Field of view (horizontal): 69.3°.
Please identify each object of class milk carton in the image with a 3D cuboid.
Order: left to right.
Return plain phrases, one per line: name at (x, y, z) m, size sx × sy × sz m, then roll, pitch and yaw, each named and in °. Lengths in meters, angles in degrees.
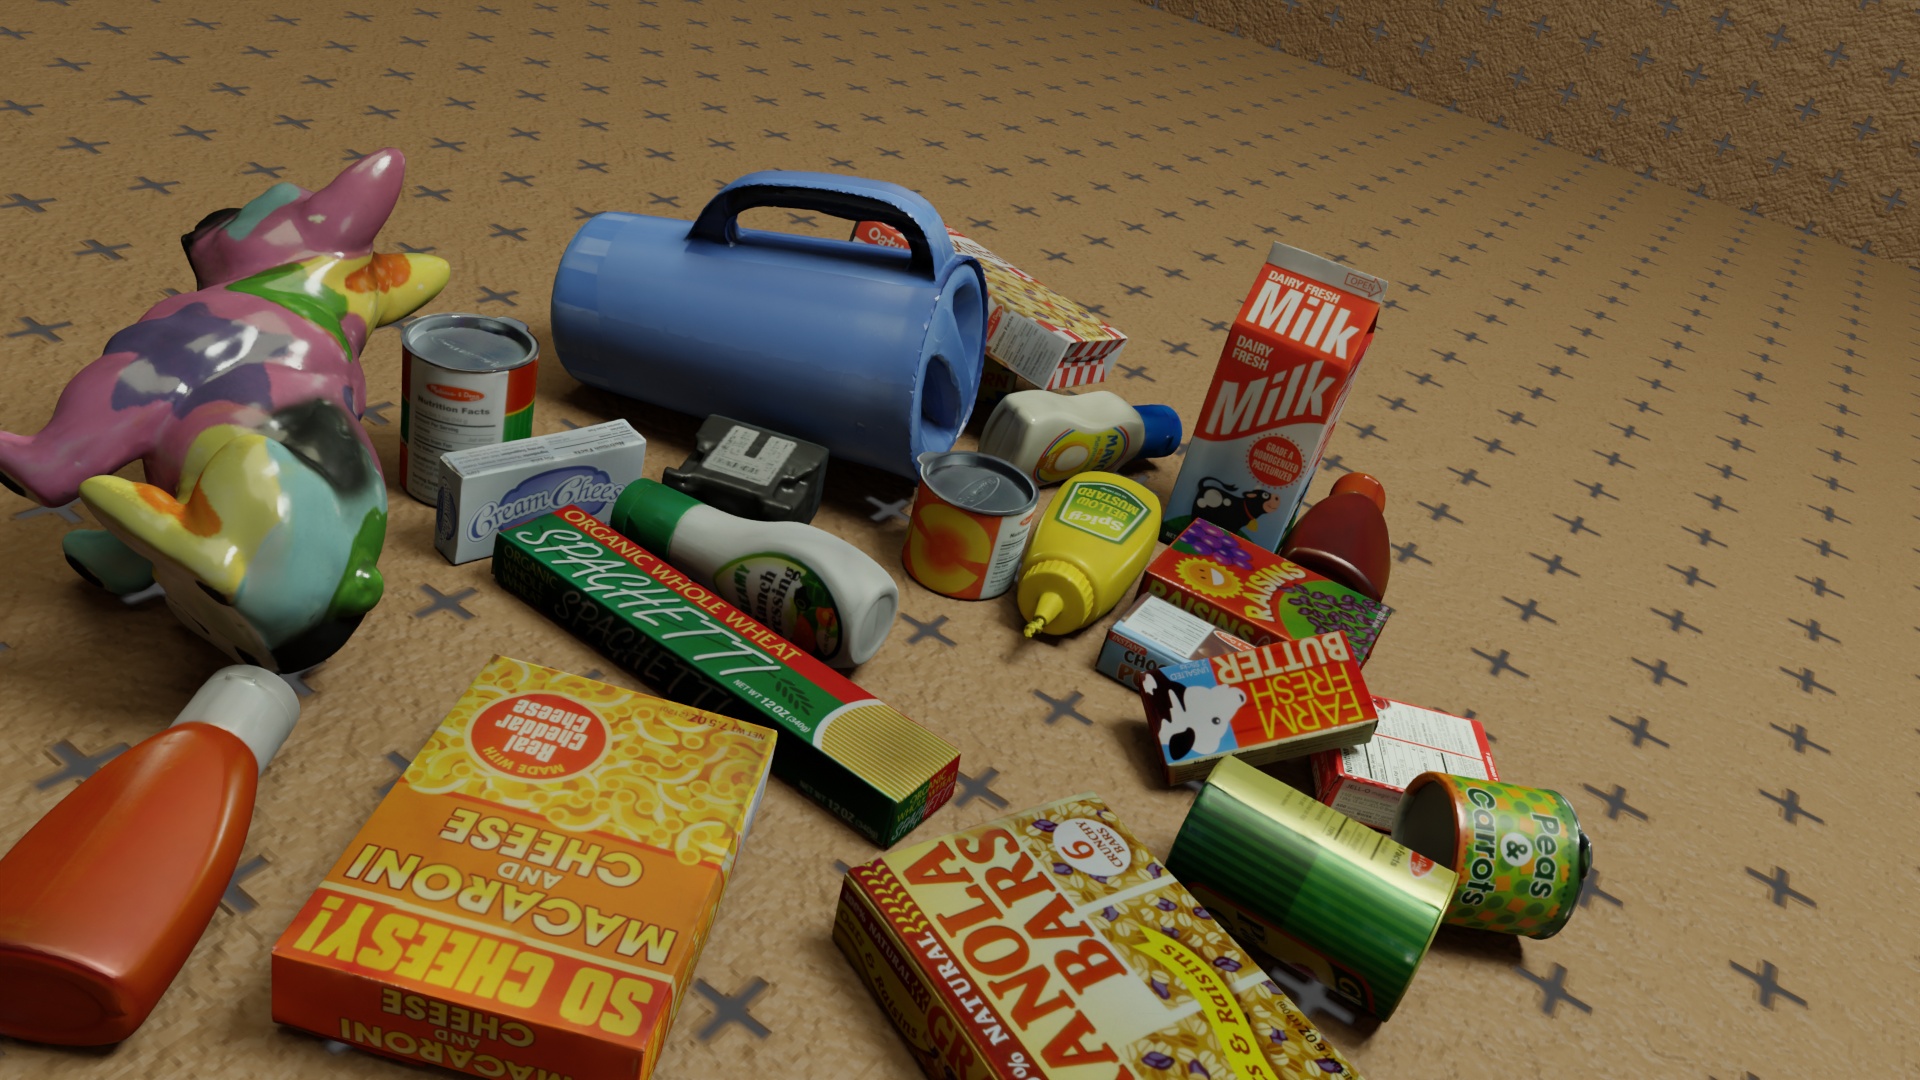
milk carton at (0.188, -0.079, 0.830) m, size 0.072 × 0.189 × 0.074 m, roll 24°, pitch 32°, yaw 16°

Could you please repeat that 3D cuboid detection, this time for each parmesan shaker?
parmesan shaker at (0.142, 0.141, 0.574) m, size 0.103 × 0.071 × 0.071 m, roll 26°, pitch 32°, yaw 20°

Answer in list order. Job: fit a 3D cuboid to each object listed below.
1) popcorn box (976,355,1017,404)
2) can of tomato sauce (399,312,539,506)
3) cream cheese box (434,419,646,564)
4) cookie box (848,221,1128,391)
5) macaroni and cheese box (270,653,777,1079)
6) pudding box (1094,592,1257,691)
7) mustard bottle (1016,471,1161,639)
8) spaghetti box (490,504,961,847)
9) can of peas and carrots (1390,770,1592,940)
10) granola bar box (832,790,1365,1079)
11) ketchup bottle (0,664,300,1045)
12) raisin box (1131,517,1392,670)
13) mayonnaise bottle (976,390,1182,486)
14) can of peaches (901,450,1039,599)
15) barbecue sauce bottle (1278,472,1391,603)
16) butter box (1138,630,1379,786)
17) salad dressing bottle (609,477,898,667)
popcorn box at (-0.023, -0.141, 0.990) m, size 0.127 × 0.038 × 0.085 m, roll 10°, pitch 30°, yaw -8°
can of tomato sauce at (-0.256, -0.068, 0.725) m, size 0.071 × 0.082 × 0.071 m, roll 11°, pitch 30°, yaw -7°
cream cheese box at (-0.212, -0.026, 0.705) m, size 0.104 × 0.053 × 0.024 m, roll -18°, pitch 45°, yaw -42°
cookie box at (0.019, -0.163, 0.937) m, size 0.167 × 0.040 × 0.123 m, roll 34°, pitch 21°, yaw 15°
macaroni and cheese box at (-0.148, 0.118, 0.509) m, size 0.124 × 0.040 × 0.167 m, roll 15°, pitch 30°, yaw 0°
pudding box at (0.119, 0.065, 0.722) m, size 0.084 × 0.030 × 0.050 m, roll 27°, pitch 31°, yaw 19°
mustard bottle at (0.066, 0.013, 0.766) m, size 0.065 × 0.048 × 0.161 m, roll 20°, pitch 31°, yaw 12°
spaghetti box at (-0.114, 0.055, 0.639) m, size 0.250 × 0.028 × 0.050 m, roll 29°, pitch 33°, yaw 23°
can of peas and carrots at (0.231, 0.138, 0.612) m, size 0.059 × 0.070 × 0.071 m, roll 10°, pitch 31°, yaw -6°
granola bar box at (0.047, 0.171, 0.508) m, size 0.124 × 0.038 × 0.166 m, roll -10°, pitch 38°, yaw -35°
ketchup bottle at (-0.278, 0.100, 0.479) m, size 0.065 × 0.043 × 0.149 m, roll 13°, pitch 30°, yaw -6°
raisin box at (0.166, 0.042, 0.772) m, size 0.123 × 0.039 × 0.086 m, roll 27°, pitch 33°, yaw 18°
mayonnaise bottle at (0.081, -0.067, 0.894) m, size 0.148 × 0.064 × 0.041 m, roll -7°, pitch 46°, yaw -39°
can of peaches at (0.003, -0.010, 0.767) m, size 0.071 × 0.057 × 0.071 m, roll 10°, pitch 31°, yaw -6°
barbecue sauce bottle at (0.239, 0.000, 0.868) m, size 0.065 × 0.043 × 0.149 m, roll 32°, pitch 32°, yaw 7°
butter box at (0.142, 0.080, 0.666) m, size 0.103 × 0.024 × 0.053 m, roll -12°, pitch 55°, yaw -2°
salad dressing bottle at (-0.103, 0.012, 0.681) m, size 0.148 × 0.064 × 0.044 m, roll 23°, pitch 34°, yaw 20°
